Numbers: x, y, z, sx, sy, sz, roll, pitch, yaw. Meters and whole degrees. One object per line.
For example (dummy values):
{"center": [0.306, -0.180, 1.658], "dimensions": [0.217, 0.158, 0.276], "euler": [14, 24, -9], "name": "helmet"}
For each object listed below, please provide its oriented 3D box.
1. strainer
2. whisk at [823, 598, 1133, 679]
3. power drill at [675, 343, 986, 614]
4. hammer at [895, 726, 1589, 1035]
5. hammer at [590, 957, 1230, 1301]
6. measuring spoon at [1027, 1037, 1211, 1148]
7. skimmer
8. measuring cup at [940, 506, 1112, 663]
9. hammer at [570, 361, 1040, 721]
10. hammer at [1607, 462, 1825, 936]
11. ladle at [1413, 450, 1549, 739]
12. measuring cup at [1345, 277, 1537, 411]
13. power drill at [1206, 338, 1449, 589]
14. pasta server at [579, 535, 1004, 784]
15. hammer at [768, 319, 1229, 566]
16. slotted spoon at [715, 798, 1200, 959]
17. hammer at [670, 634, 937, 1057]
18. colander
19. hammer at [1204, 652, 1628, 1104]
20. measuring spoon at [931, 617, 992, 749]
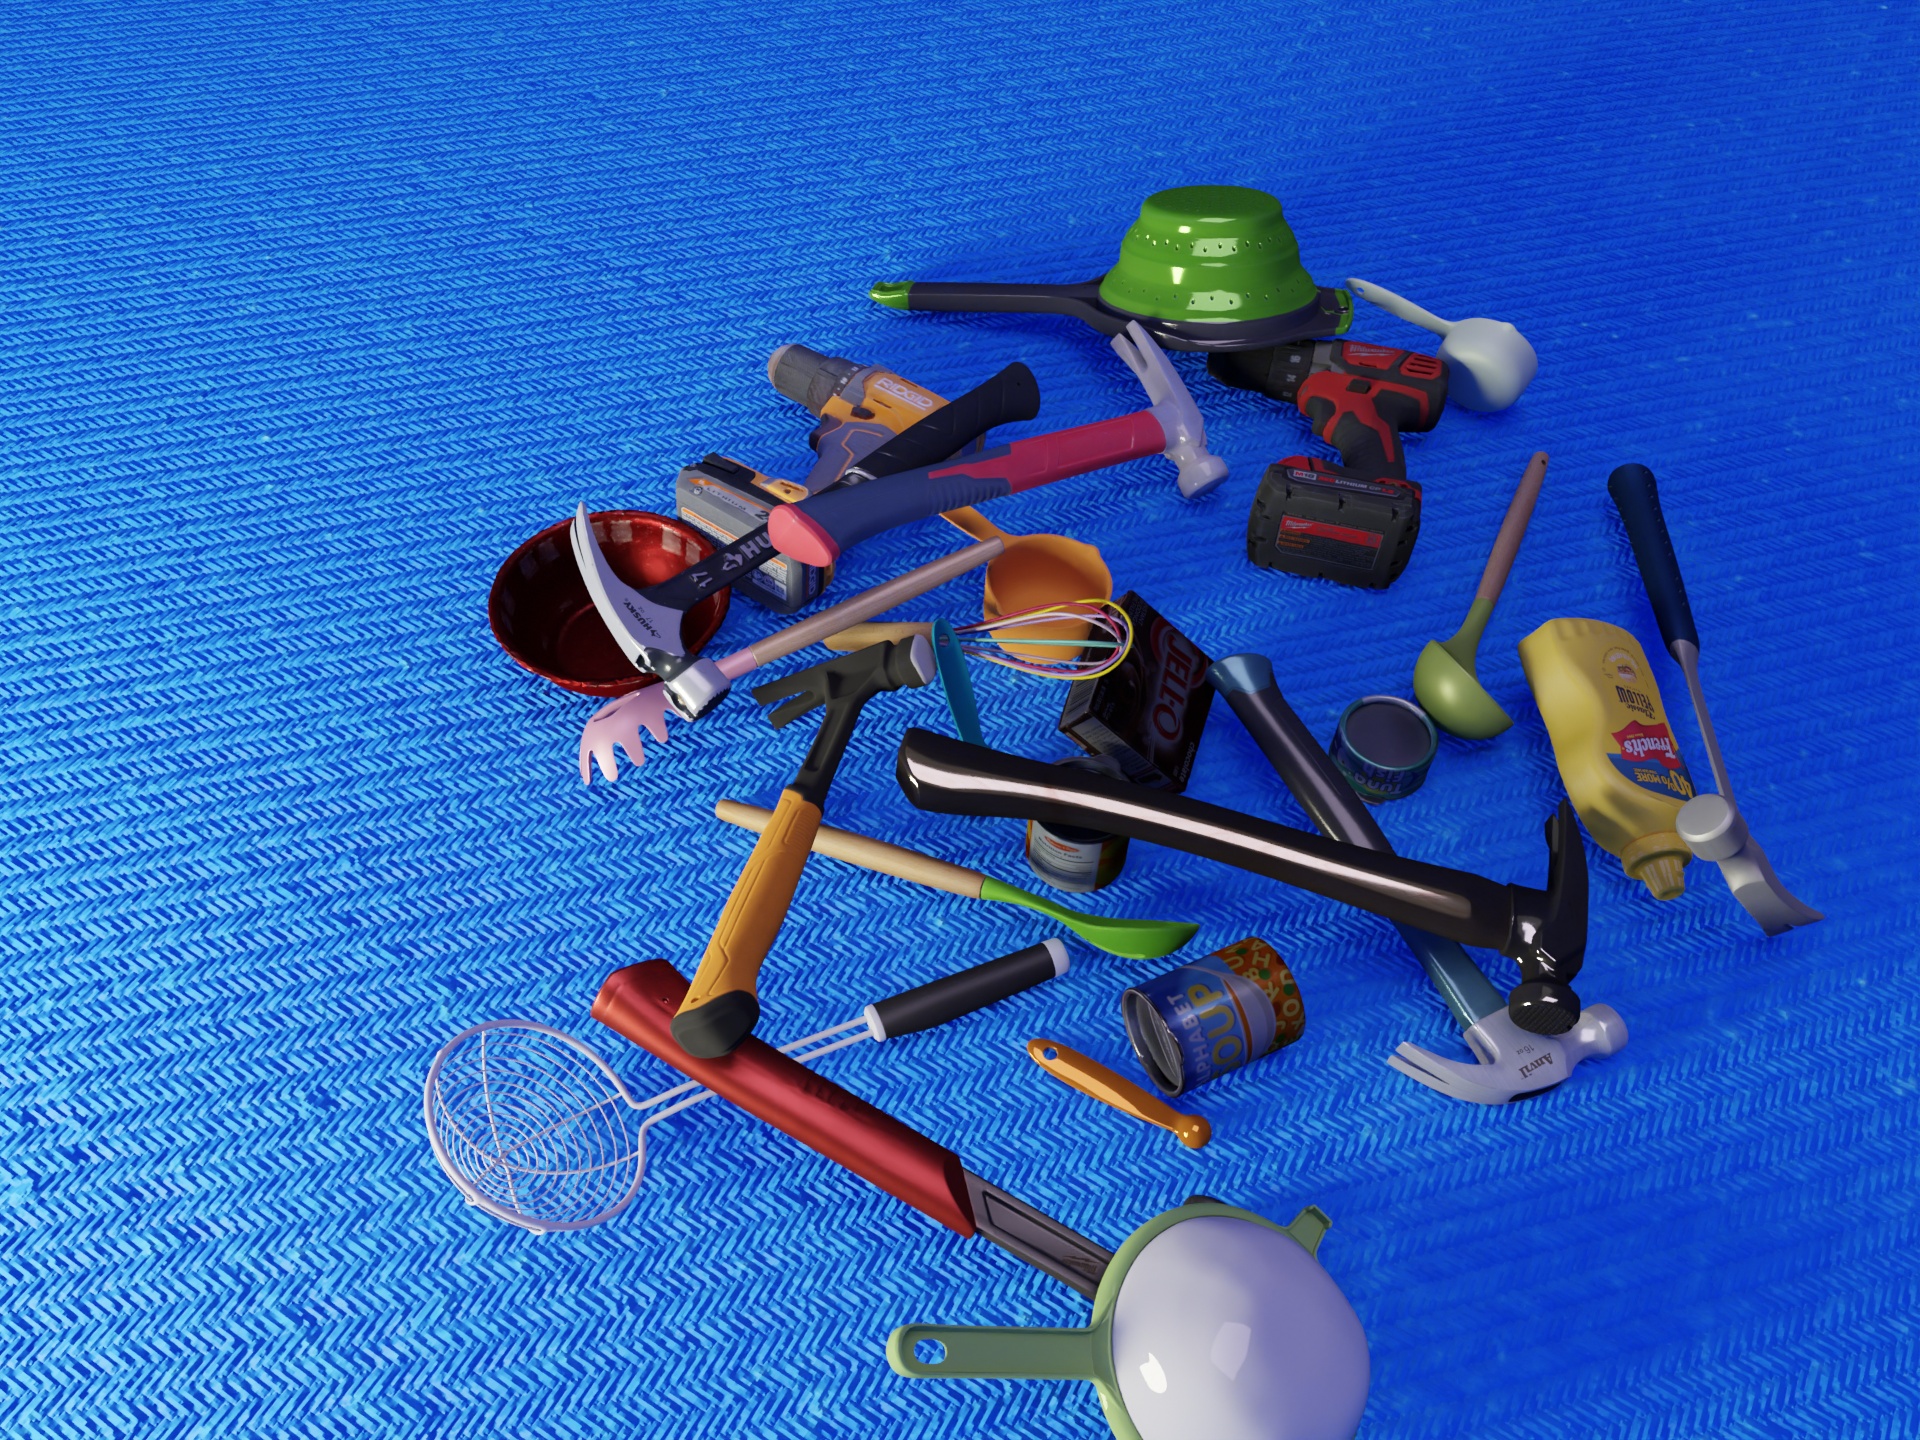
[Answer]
{"center": [0.095, 0.297, 0.755], "dimensions": [0.256, 0.069, 0.152], "euler": [9, 58, -20], "name": "strainer"}
{"center": [0.008, -0.056, 1.039], "dimensions": [0.245, 0.047, 0.051], "euler": [4, 14, 36], "name": "whisk"}
{"center": [-0.115, -0.194, 1.176], "dimensions": [0.185, 0.084, 0.226], "euler": [30, 52, 19], "name": "power drill"}
{"center": [0.165, 0.063, 0.943], "dimensions": [0.410, 0.038, 0.146], "euler": [15, 55, 4], "name": "hammer"}
{"center": [-0.034, 0.236, 0.821], "dimensions": [0.359, 0.036, 0.149], "euler": [29, 54, 2], "name": "hammer"}
{"center": [0.090, 0.210, 0.909], "dimensions": [0.117, 0.011, 0.021], "euler": [25, 55, 17], "name": "measuring spoon"}
{"center": [-0.104, 0.176, 0.879], "dimensions": [0.363, 0.090, 0.127], "euler": [-18, 55, -15], "name": "skimmer"}
{"center": [0.029, -0.106, 1.126], "dimensions": [0.095, 0.052, 0.174], "euler": [-37, 62, -28], "name": "measuring cup"}
{"center": [-0.081, -0.156, 1.075], "dimensions": [0.149, 0.036, 0.409], "euler": [48, 53, 4], "name": "hammer"}
{"center": [0.490, -0.034, 1.068], "dimensions": [0.035, 0.144, 0.406], "euler": [-28, 34, 32], "name": "hammer"}
{"center": [0.390, -0.103, 1.137], "dimensions": [0.078, 0.062, 0.320], "euler": [44, 52, -13], "name": "ladle"}
{"center": [0.374, -0.300, 1.265], "dimensions": [0.167, 0.083, 0.038], "euler": [30, 71, 7], "name": "measuring cup"}
{"center": [0.269, -0.214, 1.207], "dimensions": [0.188, 0.080, 0.227], "euler": [13, 50, 8], "name": "power drill"}
{"center": [-0.109, -0.046, 1.044], "dimensions": [0.316, 0.040, 0.060], "euler": [-26, 20, -12], "name": "pasta server"}
{"center": [0.025, -0.187, 1.104], "dimensions": [0.386, 0.038, 0.143], "euler": [-21, 79, -37], "name": "hammer"}
{"center": [-0.009, 0.096, 0.979], "dimensions": [0.314, 0.070, 0.031], "euler": [15, 90, 15], "name": "slotted spoon"}
{"center": [-0.103, 0.063, 0.911], "dimensions": [0.127, 0.034, 0.337], "euler": [-17, 29, 23], "name": "hammer"}
{"center": [0.119, -0.377, 1.287], "dimensions": [0.397, 0.094, 0.205], "euler": [4, 32, 10], "name": "colander"}
{"center": [0.256, 0.087, 0.982], "dimensions": [0.128, 0.033, 0.331], "euler": [-22, 62, -17], "name": "hammer"}
{"center": [-0.002, -0.003, 1.023], "dimensions": [0.042, 0.021, 0.128], "euler": [-19, 99, -30], "name": "measuring spoon"}
